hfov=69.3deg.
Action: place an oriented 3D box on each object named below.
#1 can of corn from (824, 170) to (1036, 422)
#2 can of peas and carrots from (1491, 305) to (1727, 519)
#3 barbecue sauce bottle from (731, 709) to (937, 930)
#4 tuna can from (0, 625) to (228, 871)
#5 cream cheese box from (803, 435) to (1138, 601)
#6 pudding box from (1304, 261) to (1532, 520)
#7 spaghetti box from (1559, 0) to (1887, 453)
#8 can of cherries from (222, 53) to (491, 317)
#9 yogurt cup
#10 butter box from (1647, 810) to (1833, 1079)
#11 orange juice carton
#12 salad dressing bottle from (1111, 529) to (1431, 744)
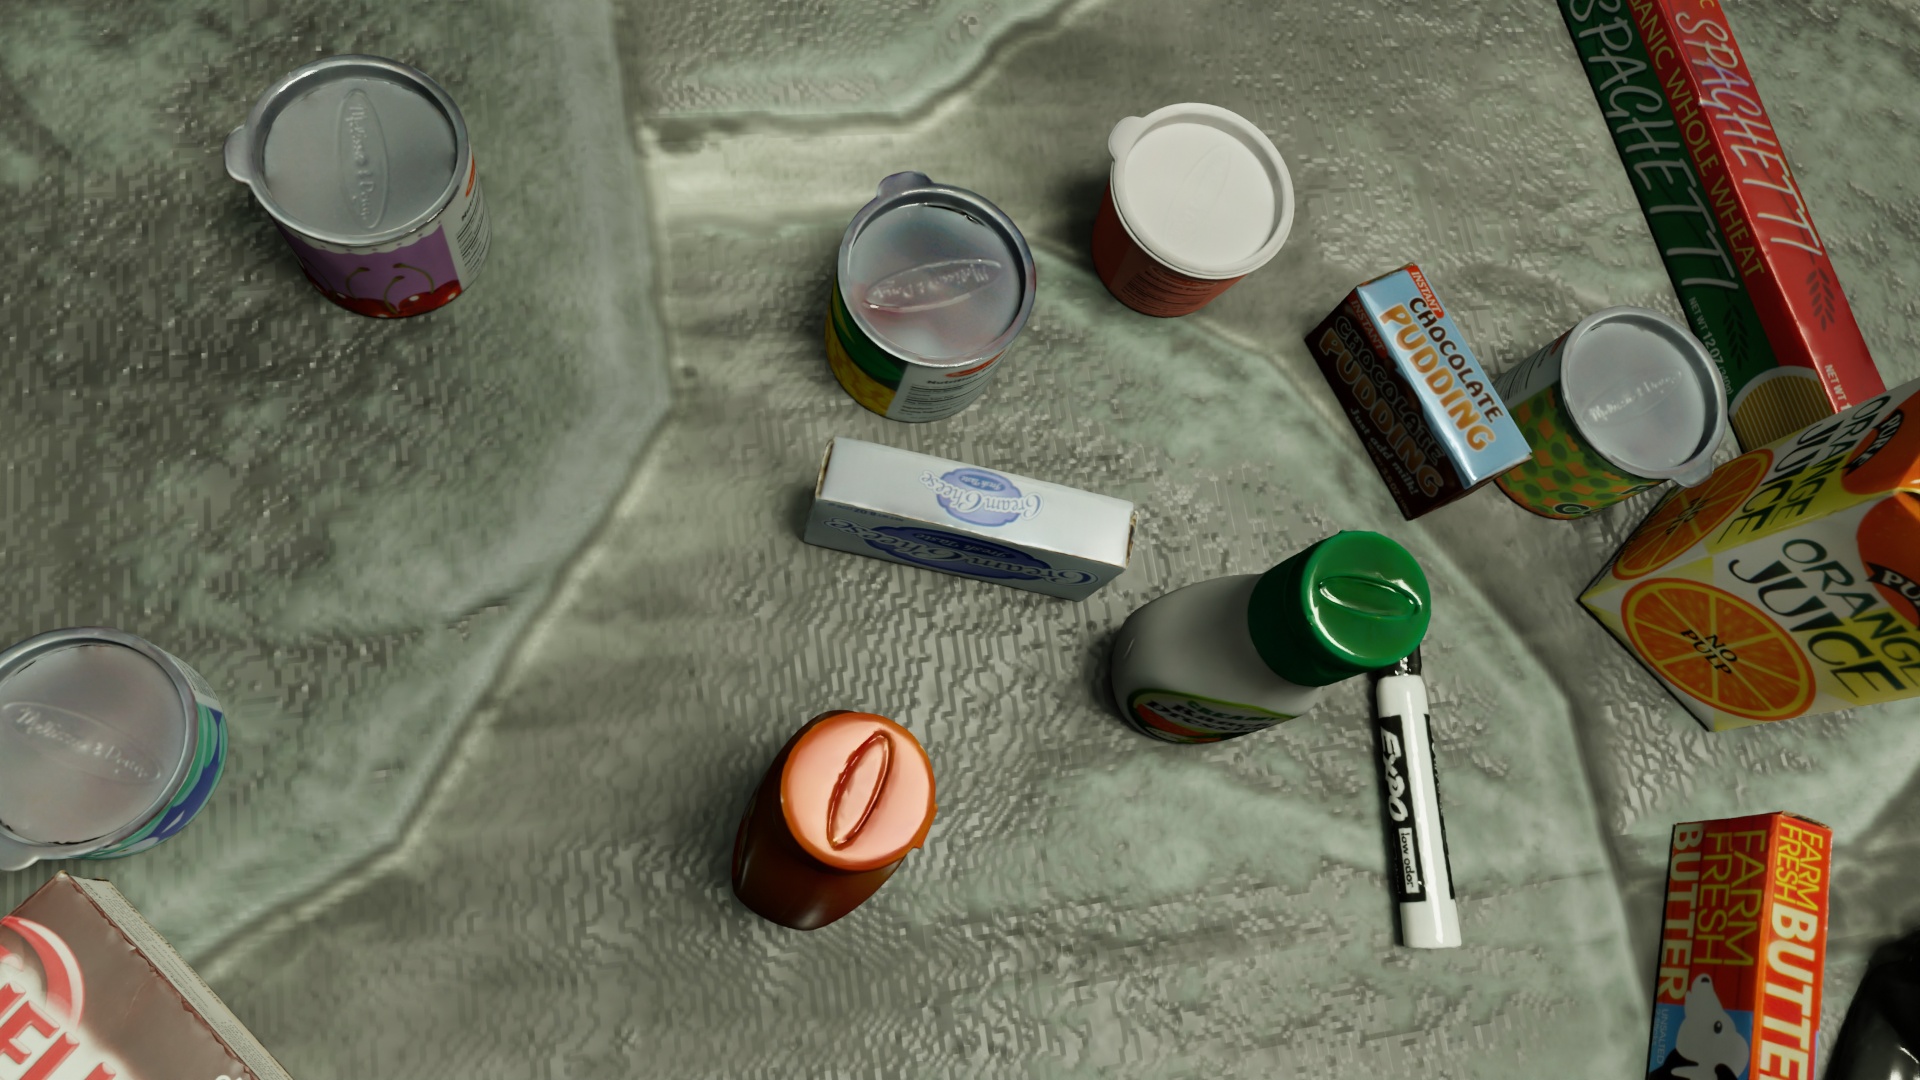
[{"bbox_3d":[-0.013,-0.083,0.481,0.071,0.058,0.071,3,74,-10],"label":"can of corn"},{"bbox_3d":[0.239,-0.044,0.520,0.071,0.058,0.071,3,74,-10],"label":"can of peas and carrots"},{"bbox_3d":[-0.036,0.076,0.386,0.044,0.148,0.065,26,72,-3],"label":"barbecue sauce bottle"},{"bbox_3d":[-0.256,0.063,0.407,0.071,0.032,0.071,3,74,-10],"label":"tuna can"},{"bbox_3d":[0.002,-0.006,0.466,0.104,0.053,0.024,12,73,-8],"label":"cream cheese box"},{"bbox_3d":[0.168,-0.054,0.514,0.030,0.049,0.084,-25,81,-16],"label":"pudding box"},{"bbox_3d":[0.310,-0.133,0.563,0.029,0.050,0.250,-12,77,-14],"label":"spaghetti box"},{"bbox_3d":[-0.194,-0.114,0.455,0.071,0.058,0.071,3,74,-10],"label":"can of cherries"},{"bbox_3d":[0.081,-0.118,0.512,0.072,0.053,0.072,3,74,-10],"label":"yogurt cup"},{"bbox_3d":[0.266,0.146,0.475,0.024,0.053,0.104,18,72,-6],"label":"butter box"},{"bbox_3d":[0.301,0.001,0.449,0.072,0.192,0.073,-43,87,-18],"label":"orange juice carton"},{"bbox_3d":[0.090,0.032,0.423,0.064,0.147,0.044,13,73,-7],"label":"salad dressing bottle"}]
